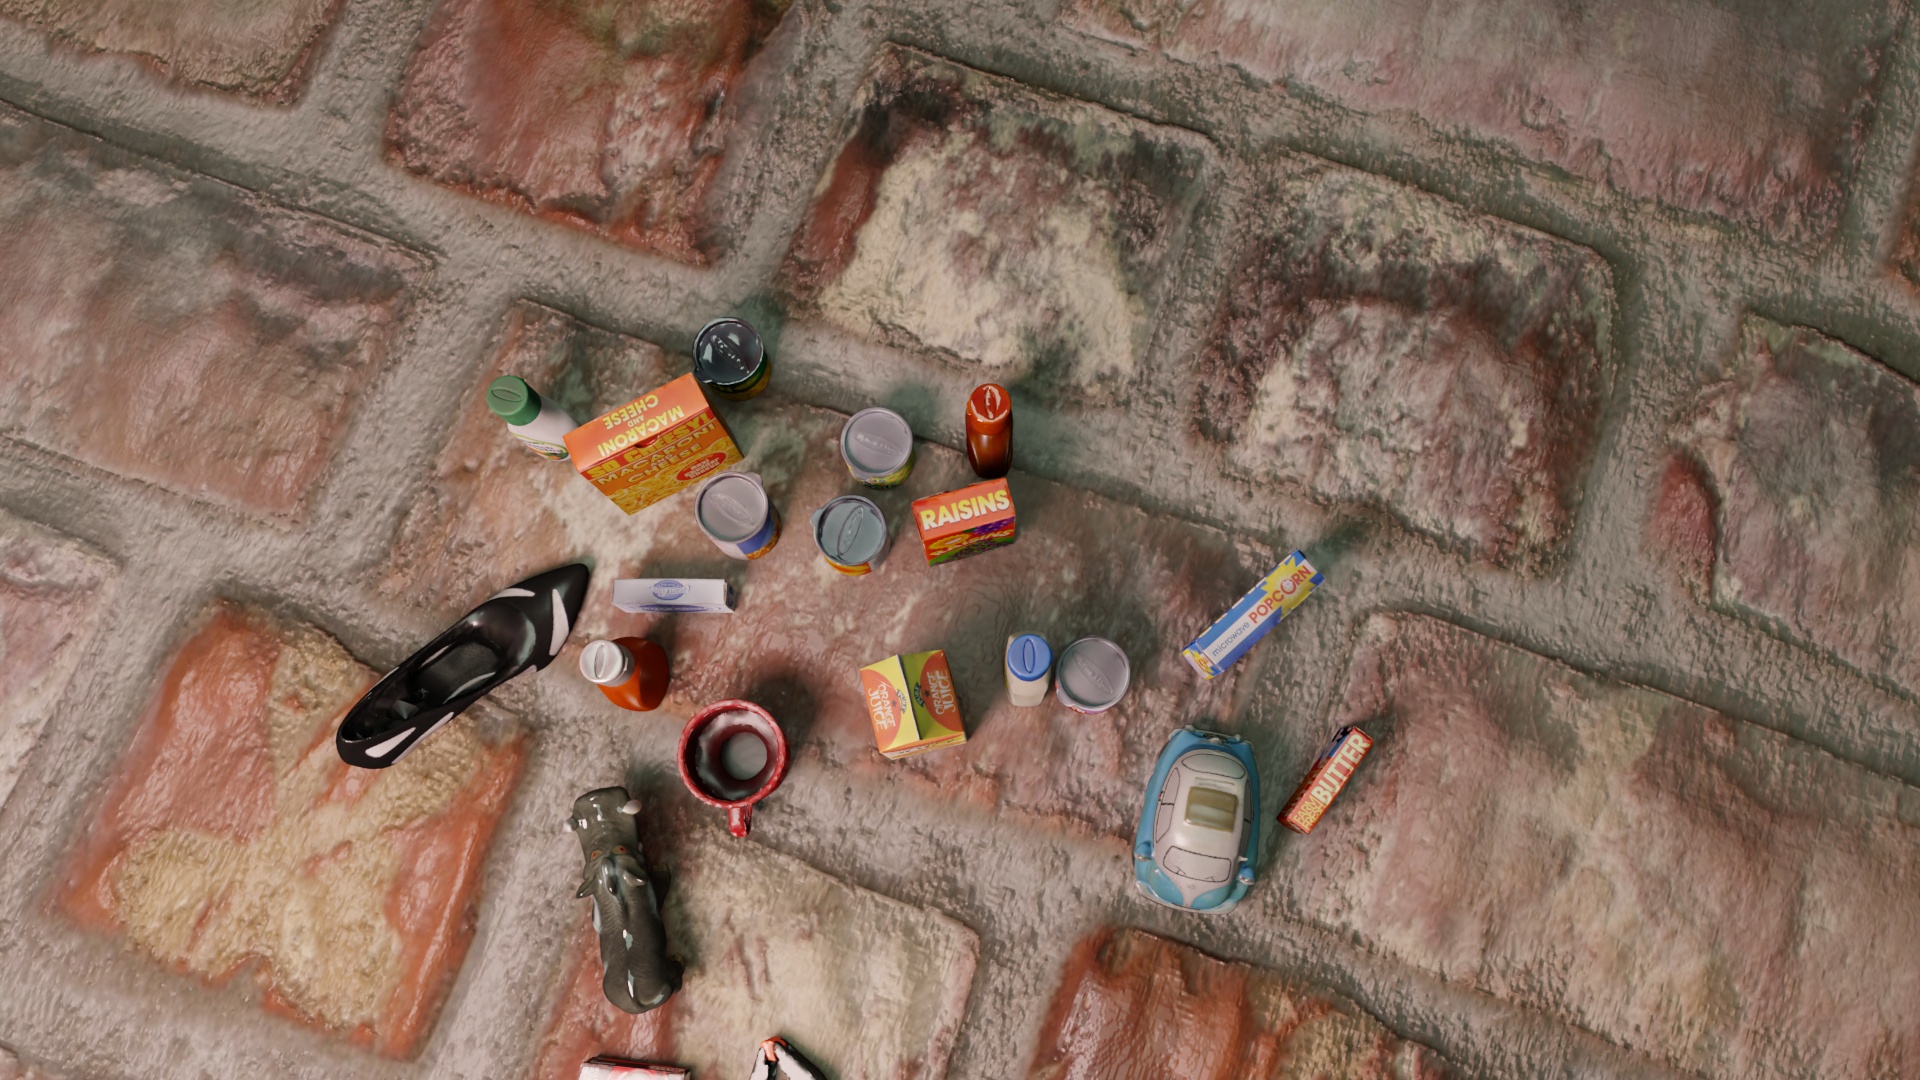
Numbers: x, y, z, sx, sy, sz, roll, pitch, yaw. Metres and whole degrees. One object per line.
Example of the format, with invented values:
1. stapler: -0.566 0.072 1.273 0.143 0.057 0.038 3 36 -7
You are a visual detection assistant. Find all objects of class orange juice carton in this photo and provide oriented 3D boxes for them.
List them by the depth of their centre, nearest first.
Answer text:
1. orange juice carton: -0.038 0.140 1.173 0.073 0.192 0.072 -14 79 -1

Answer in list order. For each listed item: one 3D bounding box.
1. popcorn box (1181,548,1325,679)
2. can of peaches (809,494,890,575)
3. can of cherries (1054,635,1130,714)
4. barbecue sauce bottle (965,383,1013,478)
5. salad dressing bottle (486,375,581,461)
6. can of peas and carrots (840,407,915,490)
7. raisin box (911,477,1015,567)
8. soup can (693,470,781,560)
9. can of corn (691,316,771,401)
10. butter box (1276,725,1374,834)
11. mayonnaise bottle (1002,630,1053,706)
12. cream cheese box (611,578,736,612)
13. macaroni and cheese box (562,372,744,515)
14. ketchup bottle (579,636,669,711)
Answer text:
1. popcorn box: 0.259 0.068 1.237 0.127 0.085 0.038 -41 81 -7
2. can of peaches: -0.100 -0.005 1.274 0.071 0.058 0.071 0 78 1
3. can of cherries: 0.114 0.122 1.242 0.071 0.058 0.071 0 78 1
4. barbecue sauce bottle: 0.026 -0.102 1.245 0.044 0.148 0.065 -5 79 0
5. salad dressing bottle: -0.386 -0.111 1.256 0.064 0.147 0.044 16 80 5
6. can of peas and carrots: -0.076 -0.082 1.289 0.071 0.058 0.071 0 78 1
7. raisin box: 0.004 -0.016 1.240 0.086 0.123 0.040 -15 79 -2
8. soup can: -0.200 -0.023 1.267 0.071 0.083 0.071 0 79 1
9. can of corn: -0.217 -0.168 1.310 0.071 0.058 0.071 0 78 1
10. butter box: 0.320 0.211 1.222 0.024 0.053 0.103 37 81 8
11. mayonnaise bottle: 0.058 0.107 1.201 0.041 0.148 0.065 -2 79 1
12. cream cheese box: -0.260 0.051 1.268 0.104 0.053 0.024 0 79 1
13. macaroni and cheese box: -0.268 -0.082 1.238 0.124 0.166 0.040 -27 79 -4
14. ketchup bottle: -0.291 0.112 1.207 0.043 0.148 0.065 4 79 2
